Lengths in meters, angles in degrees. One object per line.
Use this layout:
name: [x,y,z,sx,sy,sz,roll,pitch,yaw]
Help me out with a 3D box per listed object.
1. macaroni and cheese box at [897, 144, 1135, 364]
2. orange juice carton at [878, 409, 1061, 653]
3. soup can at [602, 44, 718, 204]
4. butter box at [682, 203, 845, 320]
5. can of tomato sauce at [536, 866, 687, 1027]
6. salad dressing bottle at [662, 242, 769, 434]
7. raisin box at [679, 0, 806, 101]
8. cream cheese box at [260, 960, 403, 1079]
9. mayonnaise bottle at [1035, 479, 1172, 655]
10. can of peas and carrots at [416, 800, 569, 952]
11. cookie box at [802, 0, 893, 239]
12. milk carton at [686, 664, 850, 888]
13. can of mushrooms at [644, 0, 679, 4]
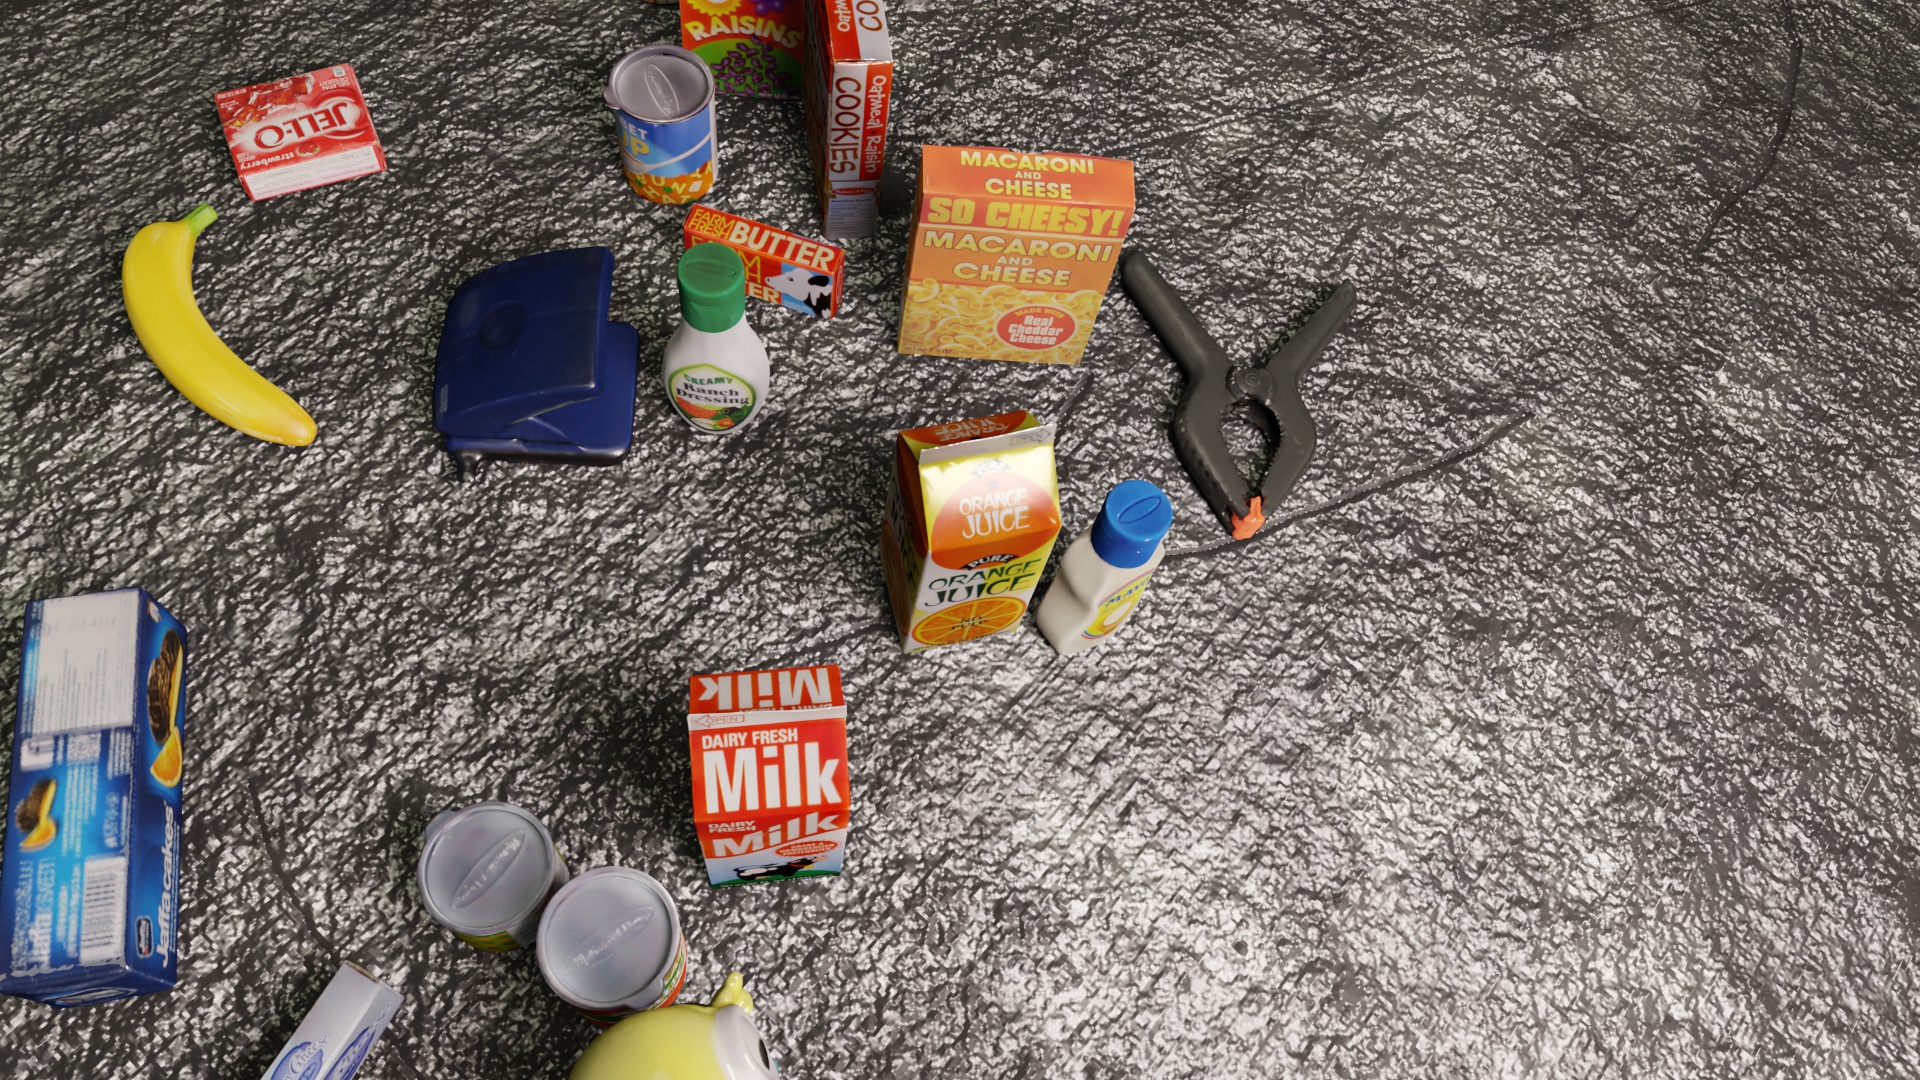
macaroni and cheese box: [0.028,-0.172,0.855,0.124,0.165,0.040,3,64,-7]
orange juice carton: [0.003,-0.010,0.758,0.072,0.191,0.073,-10,67,-12]
soup can: [-0.197,-0.273,0.919,0.071,0.083,0.071,3,64,-6]
butter box: [-0.128,-0.180,0.901,0.103,0.053,0.024,18,64,1]
can of tomato sauce: [-0.169,0.205,0.691,0.071,0.082,0.071,3,64,-6]
salad dressing bottle: [-0.144,-0.116,0.815,0.064,0.147,0.044,8,64,-4]
raisin box: [-0.147,-0.361,0.946,0.086,0.123,0.040,4,64,-6]
cream cheese box: [-0.311,0.256,0.663,0.024,0.053,0.104,27,64,6]
mayonnaise bottle: [0.083,0.015,0.782,0.065,0.147,0.041,-30,72,-19]
can of peas and carrots: [-0.240,0.172,0.711,0.071,0.058,0.071,3,64,-6]
cookie box: [-0.077,-0.297,0.900,0.040,0.166,0.123,-5,65,-10]
milk carton: [-0.094,0.114,0.686,0.072,0.189,0.074,-3,65,-9]
can of mushrooms: [-0.222,-0.428,1.019,0.071,0.033,0.071,3,64,-6]
